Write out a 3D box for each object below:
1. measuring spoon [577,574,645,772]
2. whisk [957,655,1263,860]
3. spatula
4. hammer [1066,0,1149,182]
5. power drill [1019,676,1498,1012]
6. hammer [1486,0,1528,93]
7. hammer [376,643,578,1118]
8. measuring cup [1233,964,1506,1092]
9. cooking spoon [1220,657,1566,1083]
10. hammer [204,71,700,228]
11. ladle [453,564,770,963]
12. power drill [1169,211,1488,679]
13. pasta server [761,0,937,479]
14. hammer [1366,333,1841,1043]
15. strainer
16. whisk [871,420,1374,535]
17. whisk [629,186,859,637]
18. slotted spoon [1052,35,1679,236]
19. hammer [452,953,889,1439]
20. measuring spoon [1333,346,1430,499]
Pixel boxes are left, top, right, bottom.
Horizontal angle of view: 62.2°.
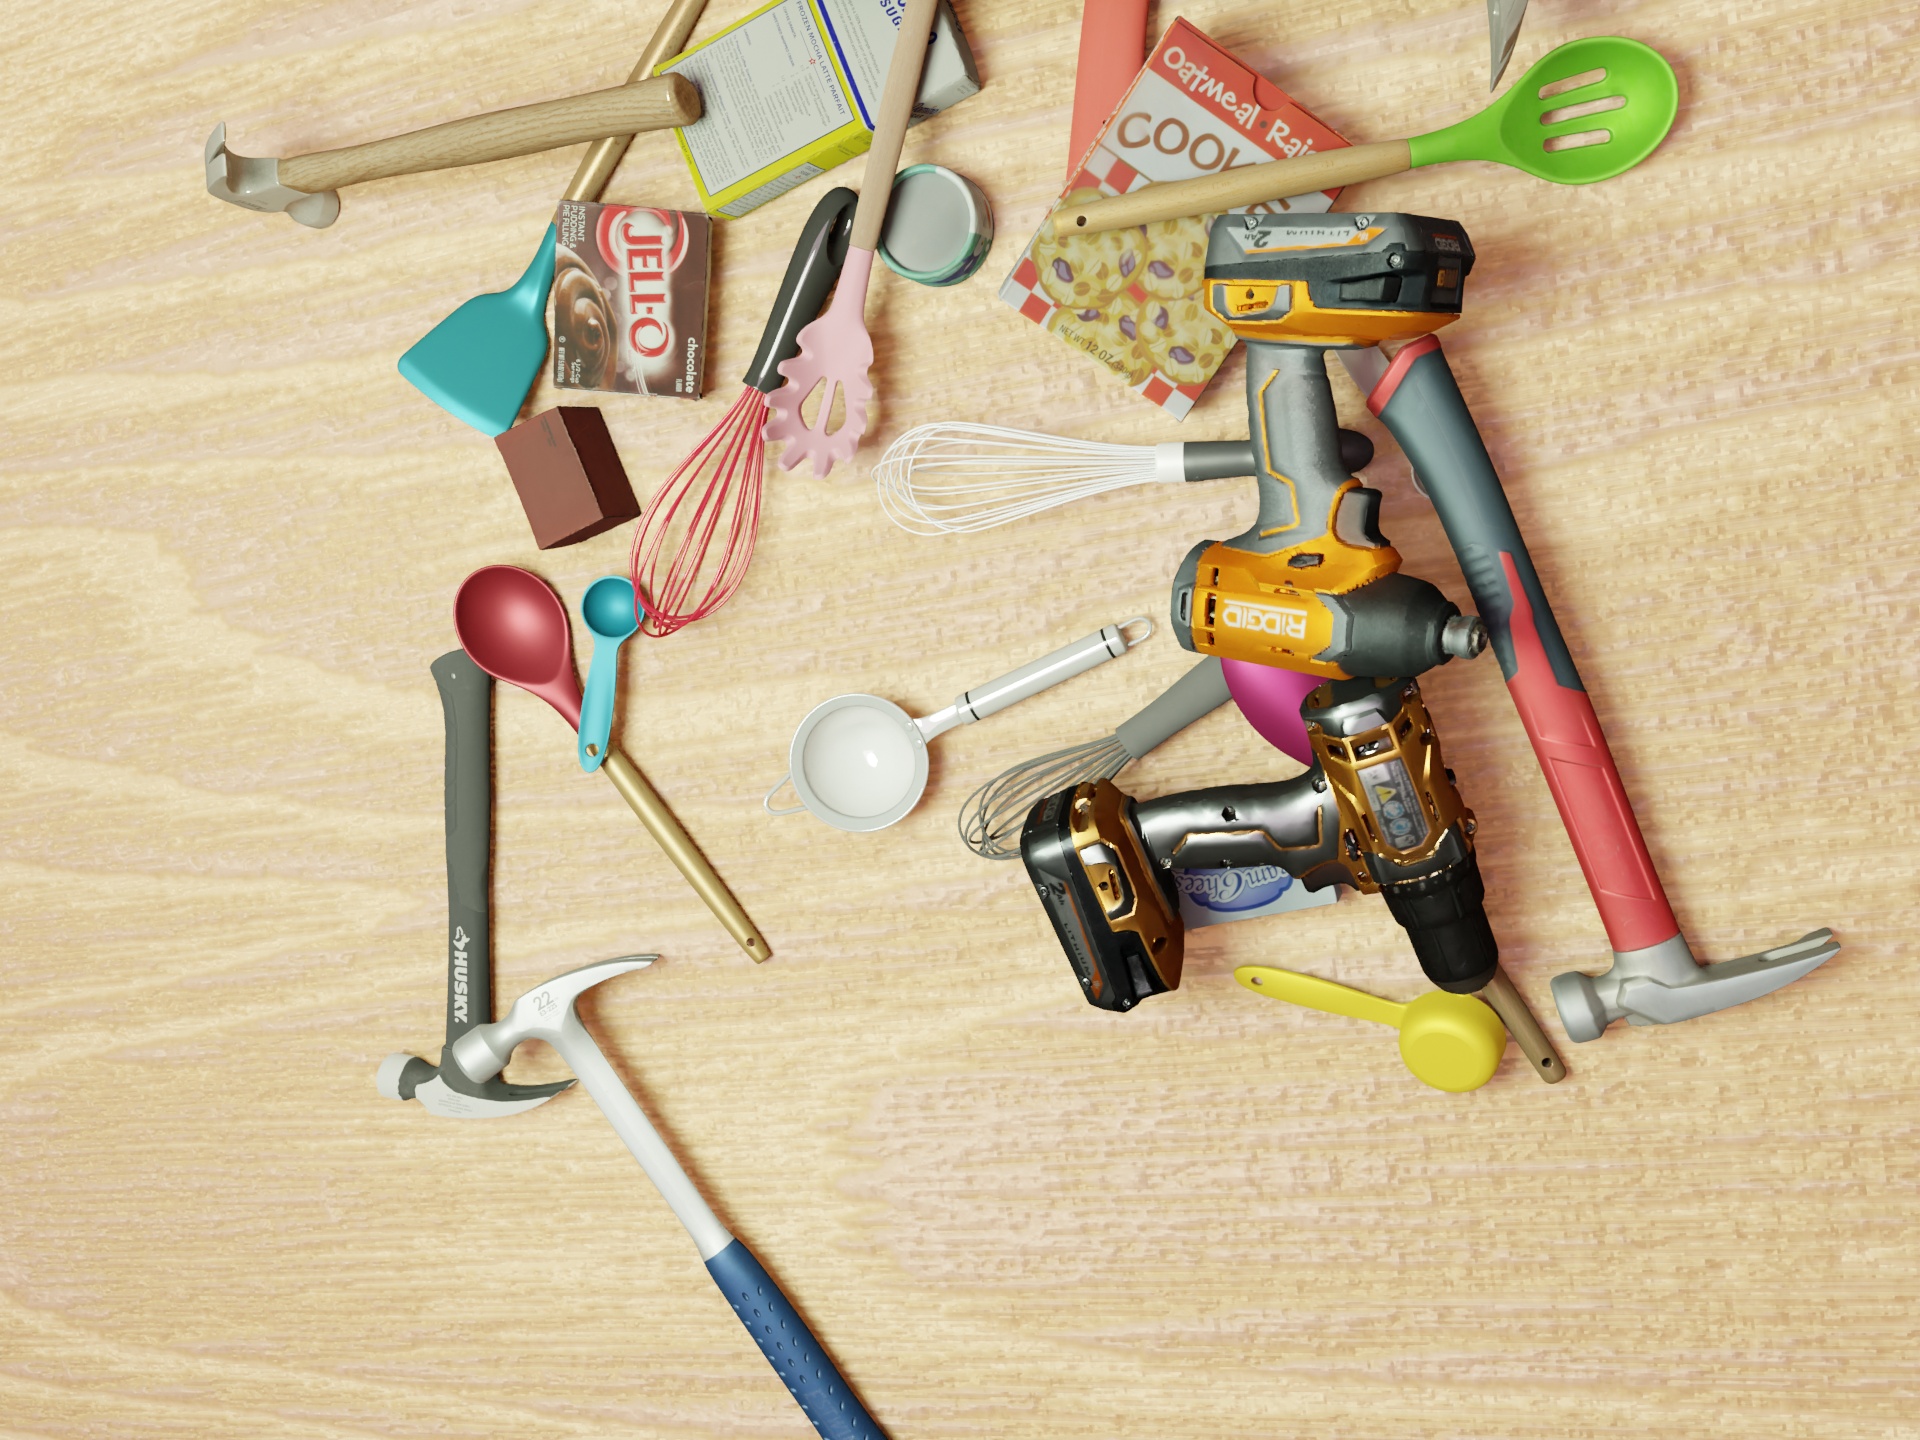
[{"bbox_3d":[-0.229,-0.030,1.030,0.042,0.021,0.128,9,93,3],"label":"measuring spoon"},{"bbox_3d":[0.096,0.010,0.926,0.239,0.055,0.055,-36,86,16],"label":"whisk"},{"bbox_3d":[-0.236,-0.326,0.982,0.082,0.044,0.317,35,107,-1],"label":"spatula"},{"bbox_3d":[0.086,-0.474,0.854,0.149,0.036,0.359,11,101,17],"label":"hammer"},{"bbox_3d":[0.168,0.088,0.865,0.226,0.084,0.185,-21,104,17],"label":"power drill"},{"bbox_3d":[0.073,-0.381,0.799,0.410,0.038,0.146,3,66,8],"label":"hammer"},{"bbox_3d":[-0.333,0.113,1.090,0.146,0.035,0.334,6,100,18],"label":"hammer"},{"bbox_3d":[0.229,0.172,0.908,0.156,0.029,0.062,13,123,20],"label":"measuring cup"},{"bbox_3d":[0.246,0.068,0.885,0.069,0.017,0.319,-34,92,11],"label":"cooking spoon"},{"bbox_3d":[-0.310,-0.345,0.953,0.331,0.130,0.031,-3,94,20],"label":"hammer"},{"bbox_3d":[-0.223,0.031,1.043,0.069,0.031,0.315,-37,89,-6],"label":"ladle"},{"bbox_3d":[0.191,-0.132,0.790,0.164,0.084,0.226,14,109,39],"label":"power drill"},{"bbox_3d":[-0.049,-0.291,0.889,0.060,0.040,0.316,16,108,1],"label":"pasta server"},{"bbox_3d":[0.322,-0.024,0.834,0.143,0.038,0.386,-22,95,19],"label":"hammer"},{"bbox_3d":[-0.002,-0.003,0.958,0.258,0.050,0.087,-25,96,15],"label":"strainer"},{"bbox_3d":[0.087,-0.144,0.901,0.284,0.070,0.070,-1,98,13],"label":"whisk"},{"bbox_3d":[-0.129,-0.183,0.964,0.073,0.073,0.296,29,102,12],"label":"whisk"},{"bbox_3d":[0.202,-0.286,0.811,0.314,0.031,0.070,-11,112,4],"label":"slotted spoon"},{"bbox_3d":[-0.161,0.338,1.054,0.144,0.035,0.405,-35,91,-1],"label":"hammer"},{"bbox_3d":[0.238,-0.172,0.866,0.034,0.018,0.124,-36,79,20],"label":"measuring spoon"}]
